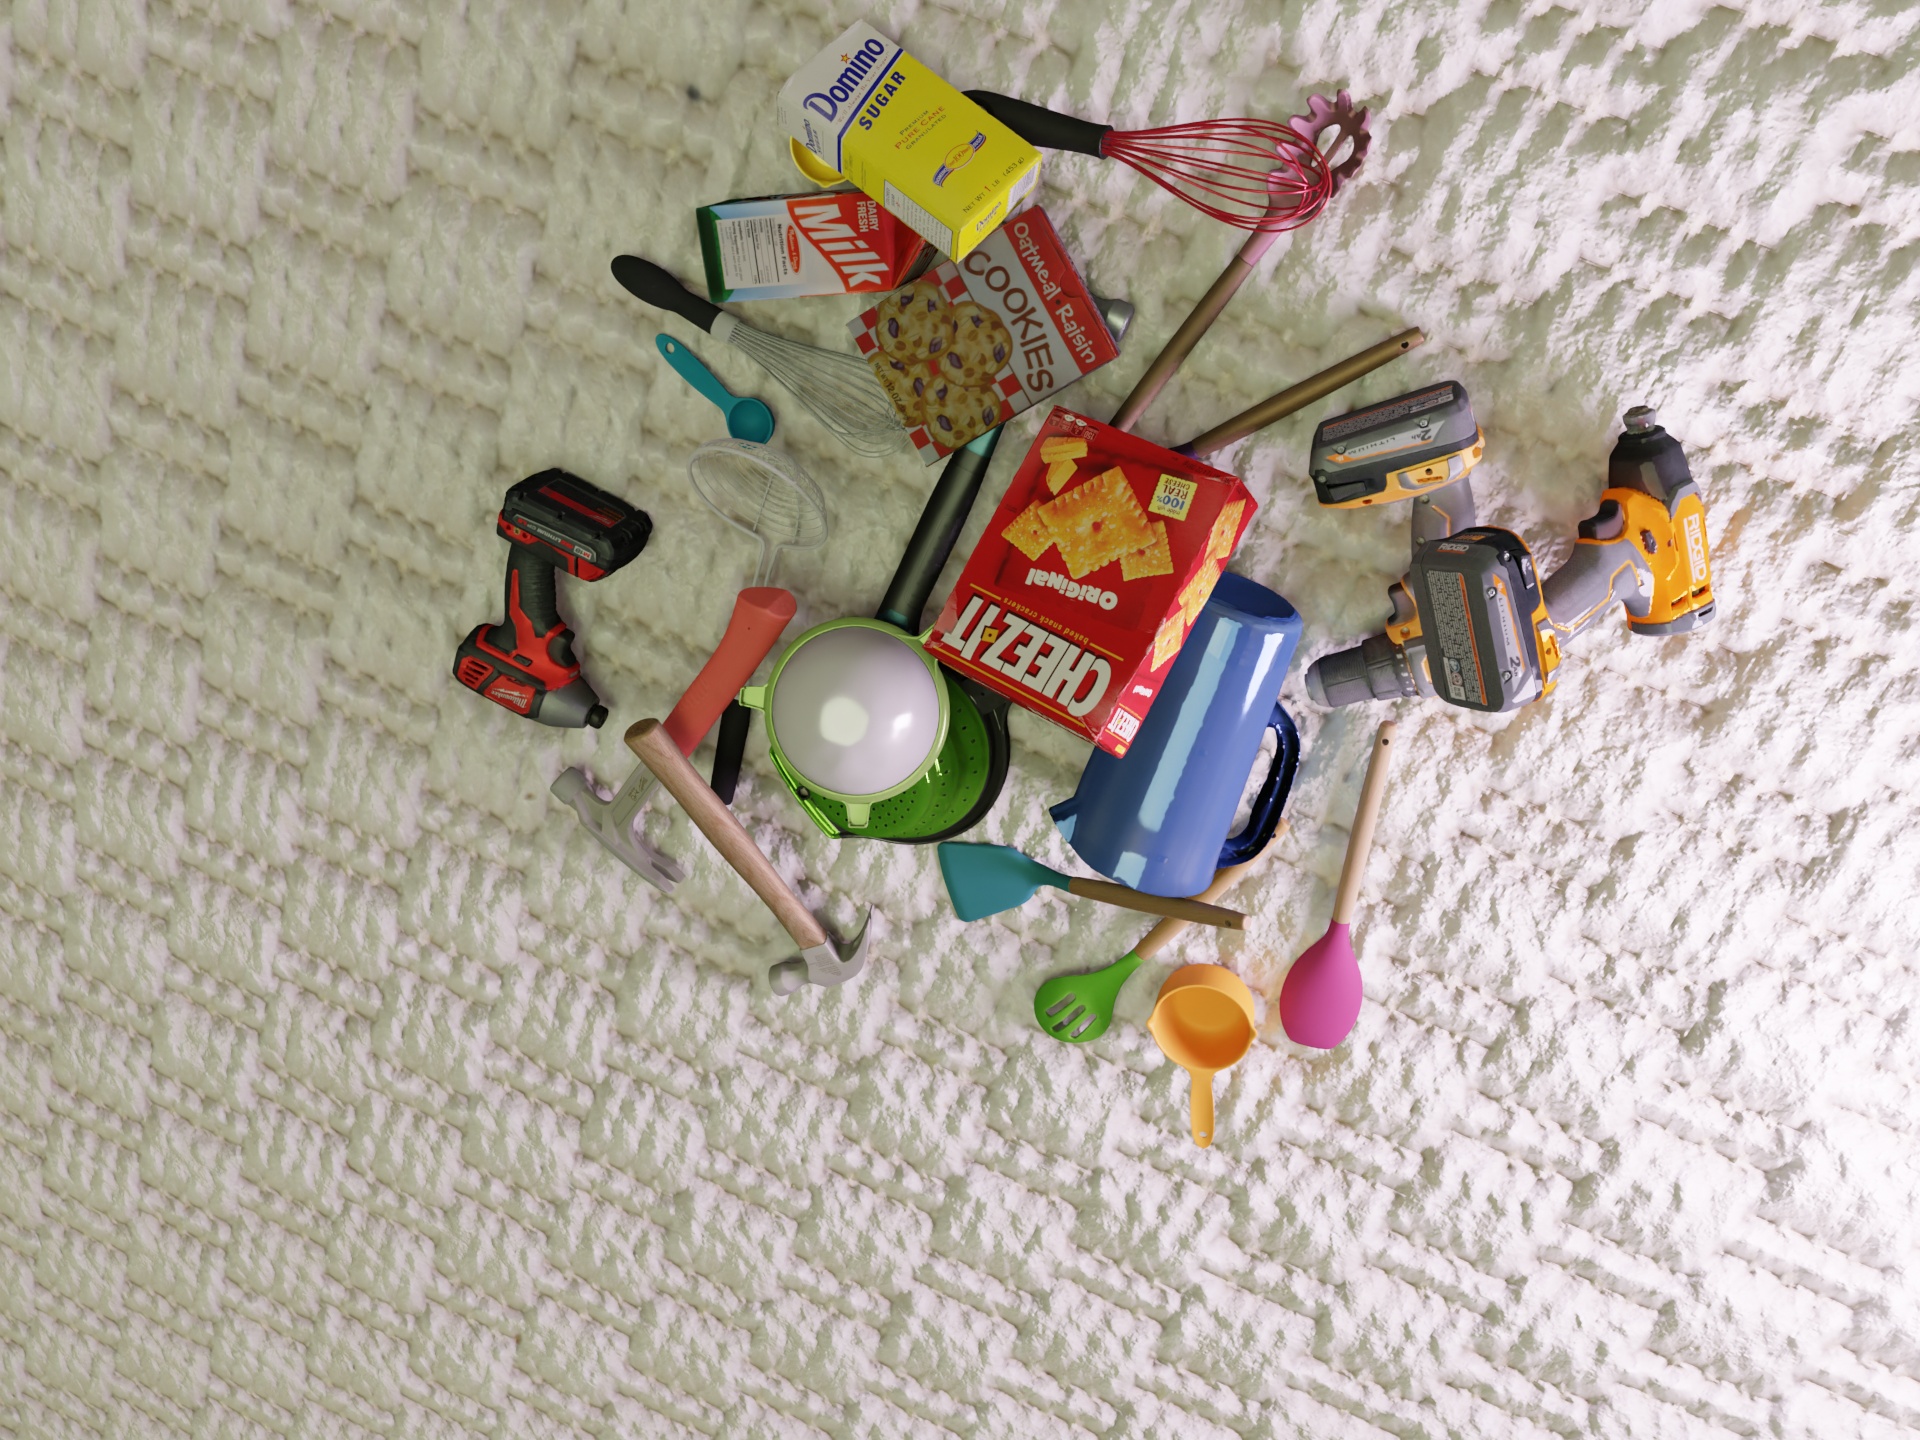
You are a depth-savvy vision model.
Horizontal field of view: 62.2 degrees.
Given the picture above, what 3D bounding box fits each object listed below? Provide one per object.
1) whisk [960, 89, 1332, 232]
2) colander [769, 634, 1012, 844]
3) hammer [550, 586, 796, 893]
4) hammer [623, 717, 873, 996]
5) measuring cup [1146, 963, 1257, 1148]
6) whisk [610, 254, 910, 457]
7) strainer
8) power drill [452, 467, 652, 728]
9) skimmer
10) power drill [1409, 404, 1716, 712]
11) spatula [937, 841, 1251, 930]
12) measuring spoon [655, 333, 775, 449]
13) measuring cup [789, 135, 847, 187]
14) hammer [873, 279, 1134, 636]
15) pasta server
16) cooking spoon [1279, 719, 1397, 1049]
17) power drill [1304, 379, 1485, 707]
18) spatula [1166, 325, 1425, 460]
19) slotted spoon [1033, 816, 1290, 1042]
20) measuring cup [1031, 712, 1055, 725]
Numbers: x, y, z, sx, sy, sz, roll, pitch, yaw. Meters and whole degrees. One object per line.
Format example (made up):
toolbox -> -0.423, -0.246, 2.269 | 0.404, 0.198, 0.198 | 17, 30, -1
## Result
whisk -> 0.120, -0.402, 1.114 | 0.296, 0.073, 0.073 | 22, 118, 23
colander -> -0.002, -0.004, 1.316 | 0.397, 0.094, 0.204 | -30, 102, 25
hammer -> -0.231, 0.012, 1.375 | 0.149, 0.037, 0.359 | 42, 130, -3
hammer -> -0.187, 0.122, 1.405 | 0.130, 0.031, 0.331 | -19, 125, 21
measuring cup -> 0.216, 0.294, 1.406 | 0.095, 0.052, 0.173 | 2, 115, 15
whisk -> -0.159, -0.295, 1.261 | 0.284, 0.070, 0.070 | 31, 117, 7
strainer -> -0.046, -0.040, 1.246 | 0.256, 0.069, 0.151 | -41, 90, 8
power drill -> -0.353, -0.095, 1.391 | 0.143, 0.078, 0.219 | 27, 120, 3
skimmer -> -0.192, -0.067, 1.345 | 0.127, 0.090, 0.363 | 21, 117, 13
power drill -> 0.424, -0.113, 1.102 | 0.226, 0.084, 0.164 | -23, 108, -21
spatula -> 0.108, 0.149, 1.331 | 0.318, 0.044, 0.082 | 6, 118, 48
measuring spoon -> -0.200, -0.274, 1.306 | 0.128, 0.021, 0.042 | 44, 118, 5
measuring cup -> -0.049, -0.428, 1.194 | 0.156, 0.029, 0.062 | 6, 114, 1
hammer -> 0.007, -0.200, 1.250 | 0.128, 0.033, 0.331 | 28, 111, 4
pasta server -> 0.189, -0.314, 1.162 | 0.060, 0.040, 0.316 | 44, 119, 11
cooking spoon -> 0.323, 0.145, 1.329 | 0.069, 0.017, 0.318 | 11, 115, 10
power drill -> 0.325, -0.117, 1.186 | 0.185, 0.084, 0.226 | -16, 112, 22
spatula -> 0.203, -0.216, 1.210 | 0.316, 0.018, 0.059 | -26, 113, 25
slotted spoon -> 0.172, 0.186, 1.386 | 0.070, 0.031, 0.313 | 42, 115, -1
measuring cup -> 0.120, -0.059, 1.222 | 0.167, 0.083, 0.038 | -43, 129, 20
